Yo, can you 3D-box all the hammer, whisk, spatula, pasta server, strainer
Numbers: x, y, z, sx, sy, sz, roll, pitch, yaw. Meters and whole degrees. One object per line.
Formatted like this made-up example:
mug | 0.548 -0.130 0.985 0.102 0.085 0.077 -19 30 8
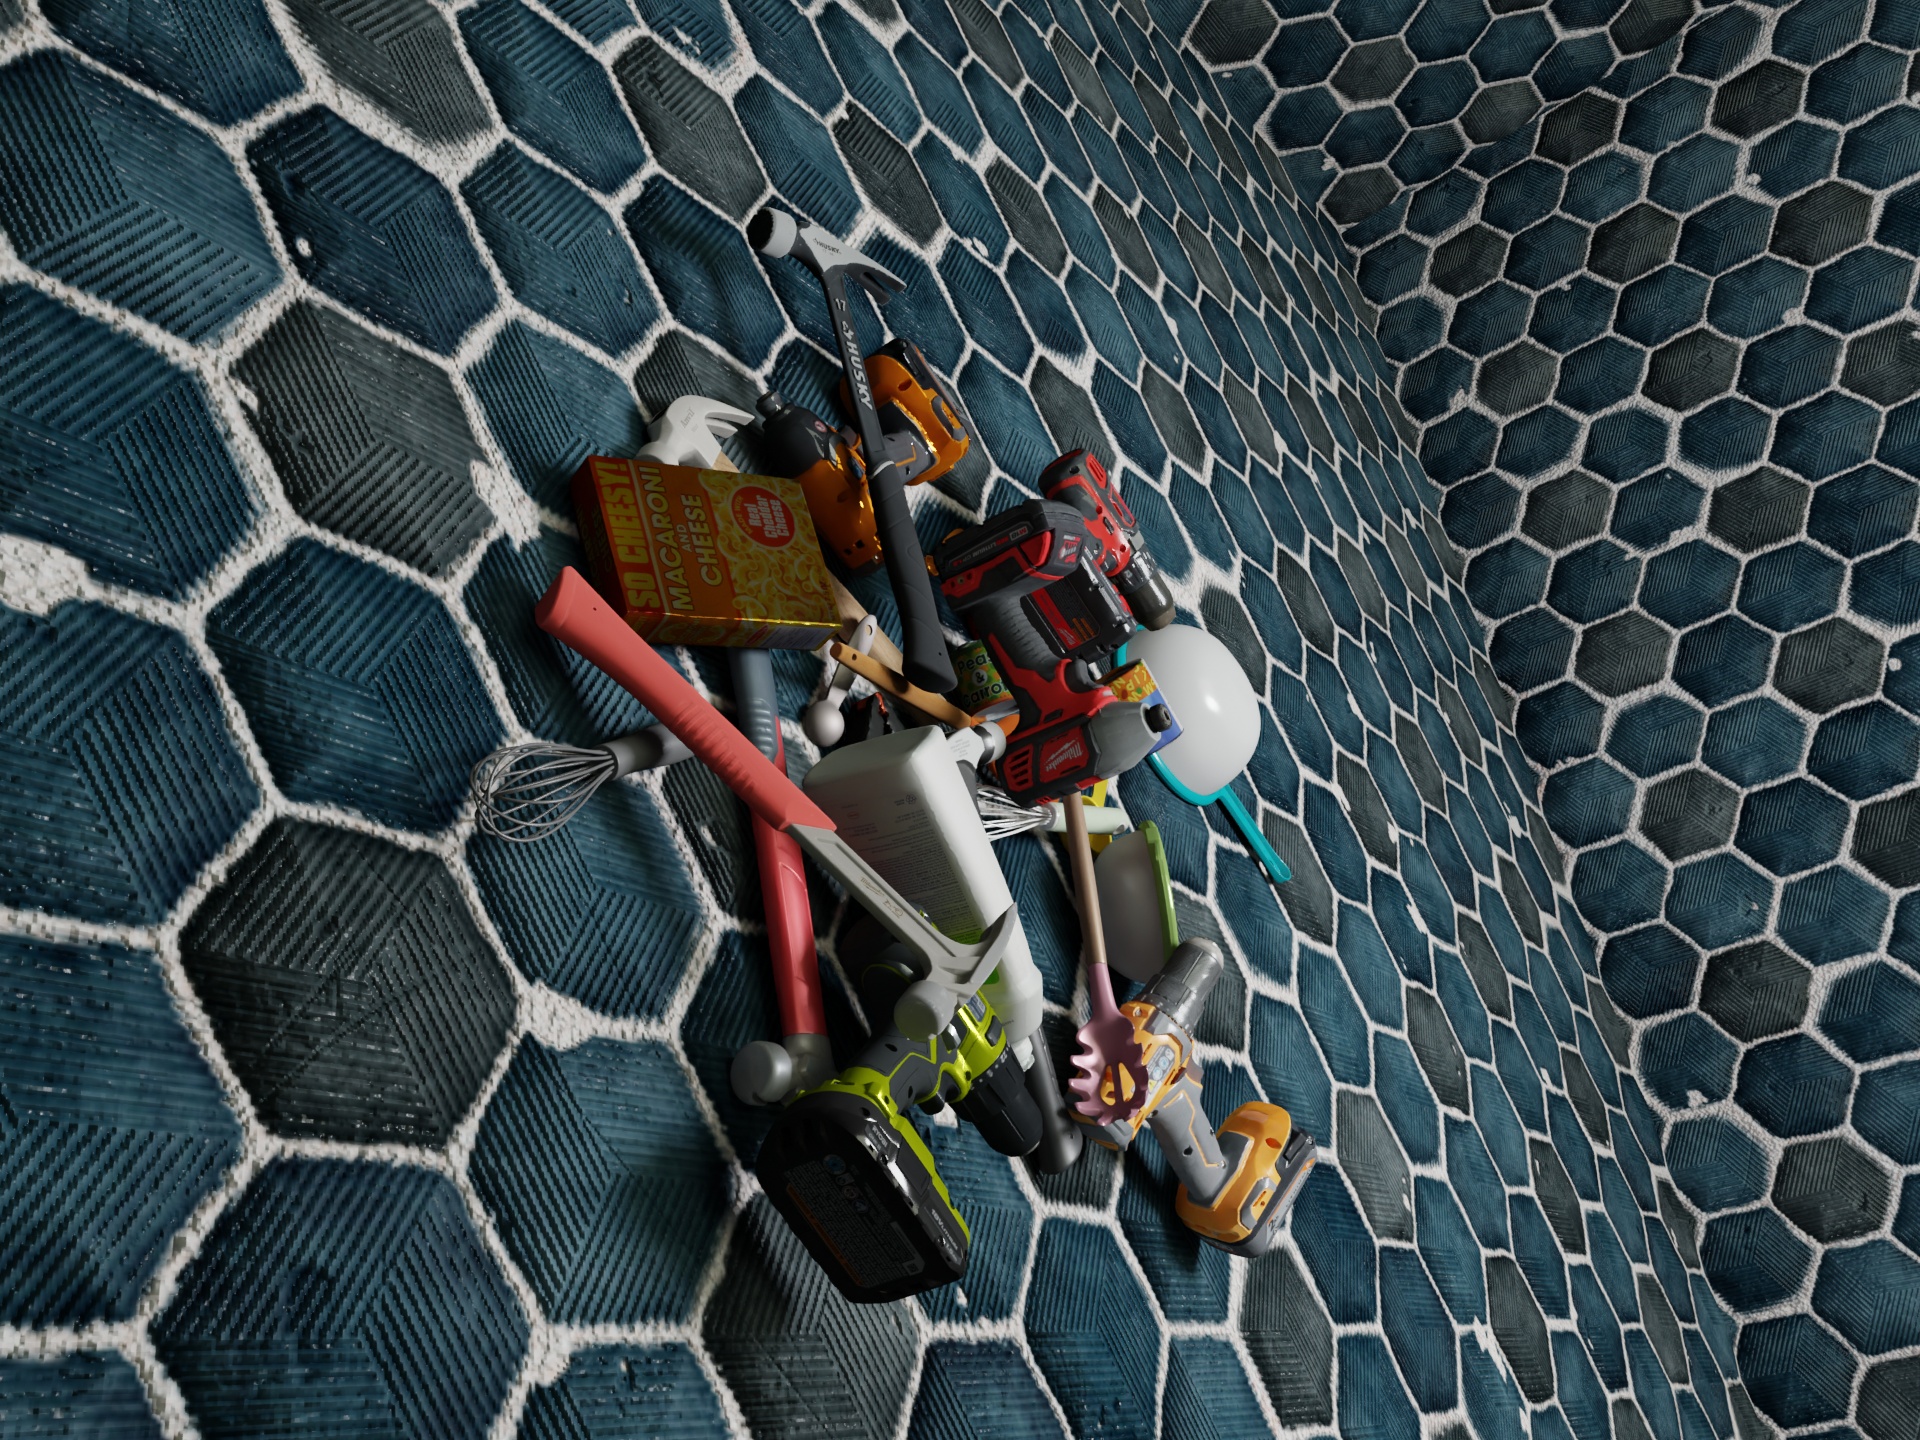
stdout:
hammer | -0.116 0.071 1.076 0.143 0.038 0.387 24 48 -51
whisk | 0.067 0.079 1.330 0.246 0.057 0.059 8 37 -50
hammer | 0.028 0.173 1.177 0.146 0.035 0.335 -19 94 -58
spatula | -0.002 -0.004 1.264 0.322 0.041 0.081 30 74 -55
pasta server | 0.102 0.165 1.251 0.040 0.060 0.316 56 23 -57
hammer | -0.118 -0.116 1.229 0.331 0.031 0.130 48 33 -27
strainer | 0.149 0.216 1.372 0.151 0.069 0.256 87 -3 -84
whisk | -0.210 0.027 0.951 0.055 0.055 0.239 64 25 1
hammer | -0.117 0.038 0.980 0.359 0.036 0.149 44 28 1
strainer | 0.294 0.029 1.716 0.340 0.095 0.211 55 30 -14
hammer | -0.065 -0.211 1.249 0.149 0.036 0.409 6 63 -48

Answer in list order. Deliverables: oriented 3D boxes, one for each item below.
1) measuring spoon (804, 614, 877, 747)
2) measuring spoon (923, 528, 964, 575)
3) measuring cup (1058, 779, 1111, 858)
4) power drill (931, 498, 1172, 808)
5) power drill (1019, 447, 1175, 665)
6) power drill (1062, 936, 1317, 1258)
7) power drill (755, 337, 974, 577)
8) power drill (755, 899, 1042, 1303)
measuring spoon | -0.083 -0.033 1.198 0.034 0.018 0.124 45 51 -33
measuring spoon | -0.015 -0.154 1.452 0.021 0.011 0.117 59 26 -11
measuring cup | 0.117 0.070 1.468 0.062 0.029 0.157 50 29 -23
power drill | 0.073 -0.054 1.241 0.078 0.143 0.220 -1 71 -61
power drill | 0.122 -0.127 1.415 0.187 0.080 0.227 55 27 -16
power drill | 0.199 0.304 1.296 0.226 0.084 0.185 49 64 -24
power drill | -0.083 -0.237 1.335 0.164 0.084 0.227 52 34 -17
power drill | -0.024 0.241 0.977 0.190 0.080 0.229 57 25 -14
